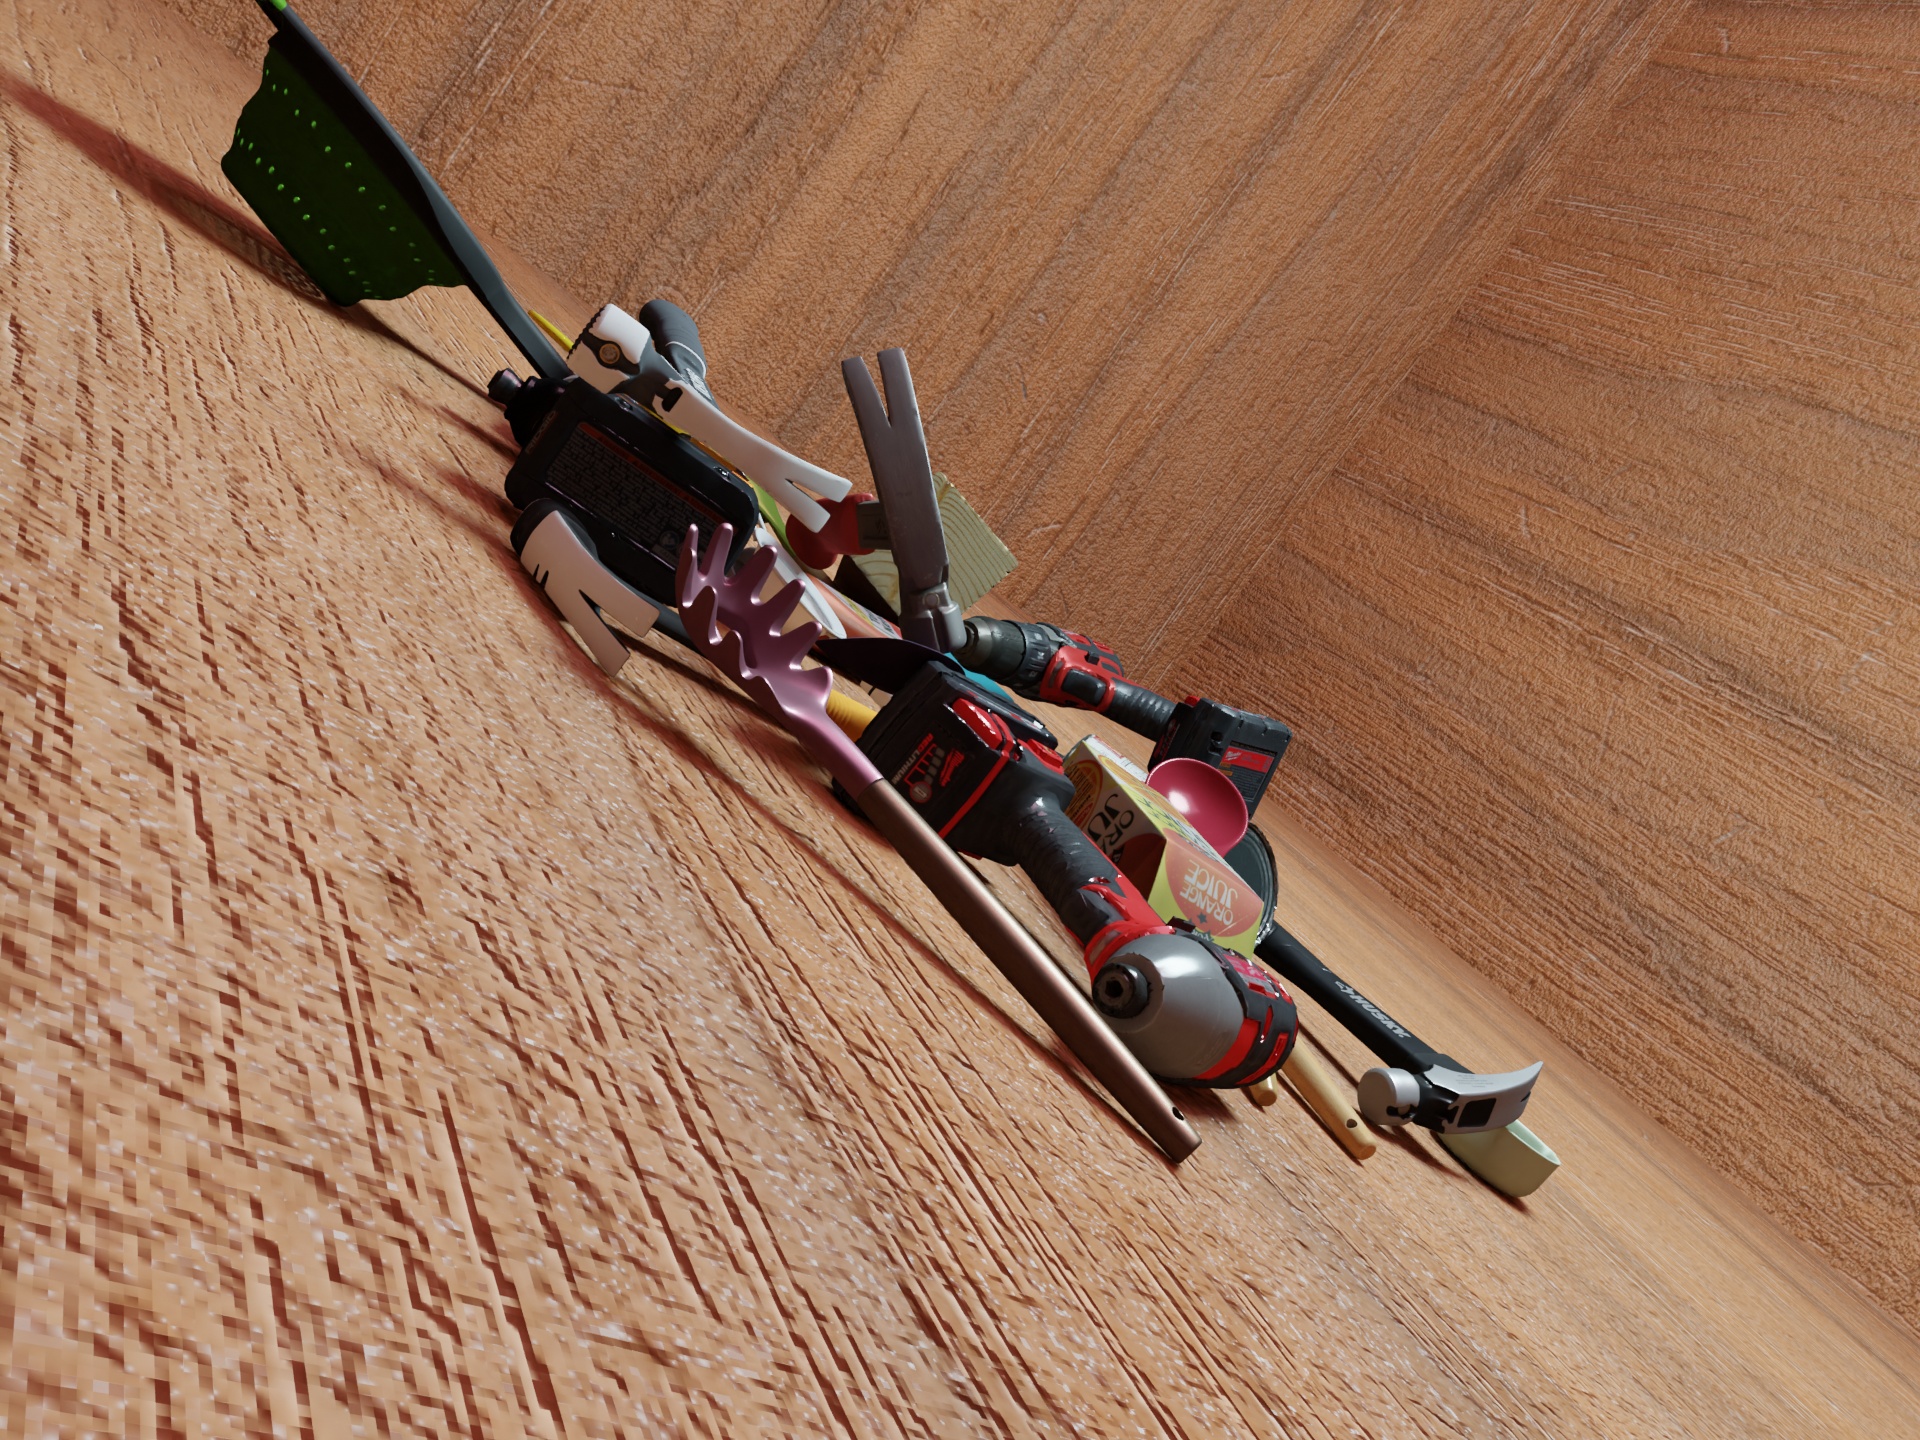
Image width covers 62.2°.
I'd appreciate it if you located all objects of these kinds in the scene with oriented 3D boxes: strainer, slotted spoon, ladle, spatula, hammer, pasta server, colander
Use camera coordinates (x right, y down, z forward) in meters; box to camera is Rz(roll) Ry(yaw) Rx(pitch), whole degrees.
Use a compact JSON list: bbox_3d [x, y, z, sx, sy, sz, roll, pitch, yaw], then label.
[{"bbox_3d":[-0.058,-0.029,0.962,0.258,0.050,0.087,46,6,8],"label":"strainer"},{"bbox_3d":[0.150,0.138,0.916,0.314,0.070,0.031,-125,-164,-54],"label":"slotted spoon"},{"bbox_3d":[0.146,0.109,0.893,0.069,0.031,0.316,12,26,-6],"label":"ladle"},{"bbox_3d":[-0.001,-0.003,0.864,0.060,0.018,0.315,0,-13,15],"label":"spatula"},{"bbox_3d":[-0.116,-0.097,1.200,0.320,0.062,0.078,49,10,31],"label":"ladle"},{"bbox_3d":[-0.155,-0.203,0.927,0.149,0.036,0.409,35,9,-22],"label":"hammer"},{"bbox_3d":[-0.069,-0.004,0.804,0.336,0.034,0.127,30,9,-43],"label":"hammer"},{"bbox_3d":[0.235,0.168,1.059,0.146,0.035,0.335,9,17,-29],"label":"hammer"},{"bbox_3d":[-0.014,0.042,0.624,0.316,0.040,0.060,47,27,18],"label":"pasta server"},{"bbox_3d":[-0.351,-0.276,1.046,0.396,0.094,0.205,54,-8,-36],"label":"colander"},{"bbox_3d":[-0.065,-0.124,0.932,0.359,0.036,0.149,-153,-131,-75],"label":"hammer"},{"bbox_3d":[0.000,-0.024,1.163,0.082,0.044,0.317,40,1,0],"label":"spatula"}]

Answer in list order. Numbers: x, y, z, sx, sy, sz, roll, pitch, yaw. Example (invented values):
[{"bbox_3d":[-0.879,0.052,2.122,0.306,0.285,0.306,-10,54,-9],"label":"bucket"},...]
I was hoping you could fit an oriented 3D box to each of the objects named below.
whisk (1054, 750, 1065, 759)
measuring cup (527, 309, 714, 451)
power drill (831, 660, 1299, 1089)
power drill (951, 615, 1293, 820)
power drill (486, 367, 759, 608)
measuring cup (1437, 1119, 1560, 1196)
[{"bbox_3d":[0.106,0.053,1.205,0.295,0.073,0.073,25,13,-39],"label":"whisk"},{"bbox_3d":[-0.199,-0.208,0.961,0.062,0.029,0.156,33,-4,40],"label":"measuring cup"},{"bbox_3d":[0.047,0.074,0.713,0.220,0.078,0.143,45,11,33],"label":"power drill"},{"bbox_3d":[0.111,-0.014,1.186,0.227,0.080,0.187,32,11,37],"label":"power drill"},{"bbox_3d":[-0.198,-0.143,0.900,0.164,0.084,0.227,34,3,-18],"label":"power drill"},{"bbox_3d":[0.329,0.257,1.050,0.083,0.038,0.168,35,5,-16],"label":"measuring cup"}]
